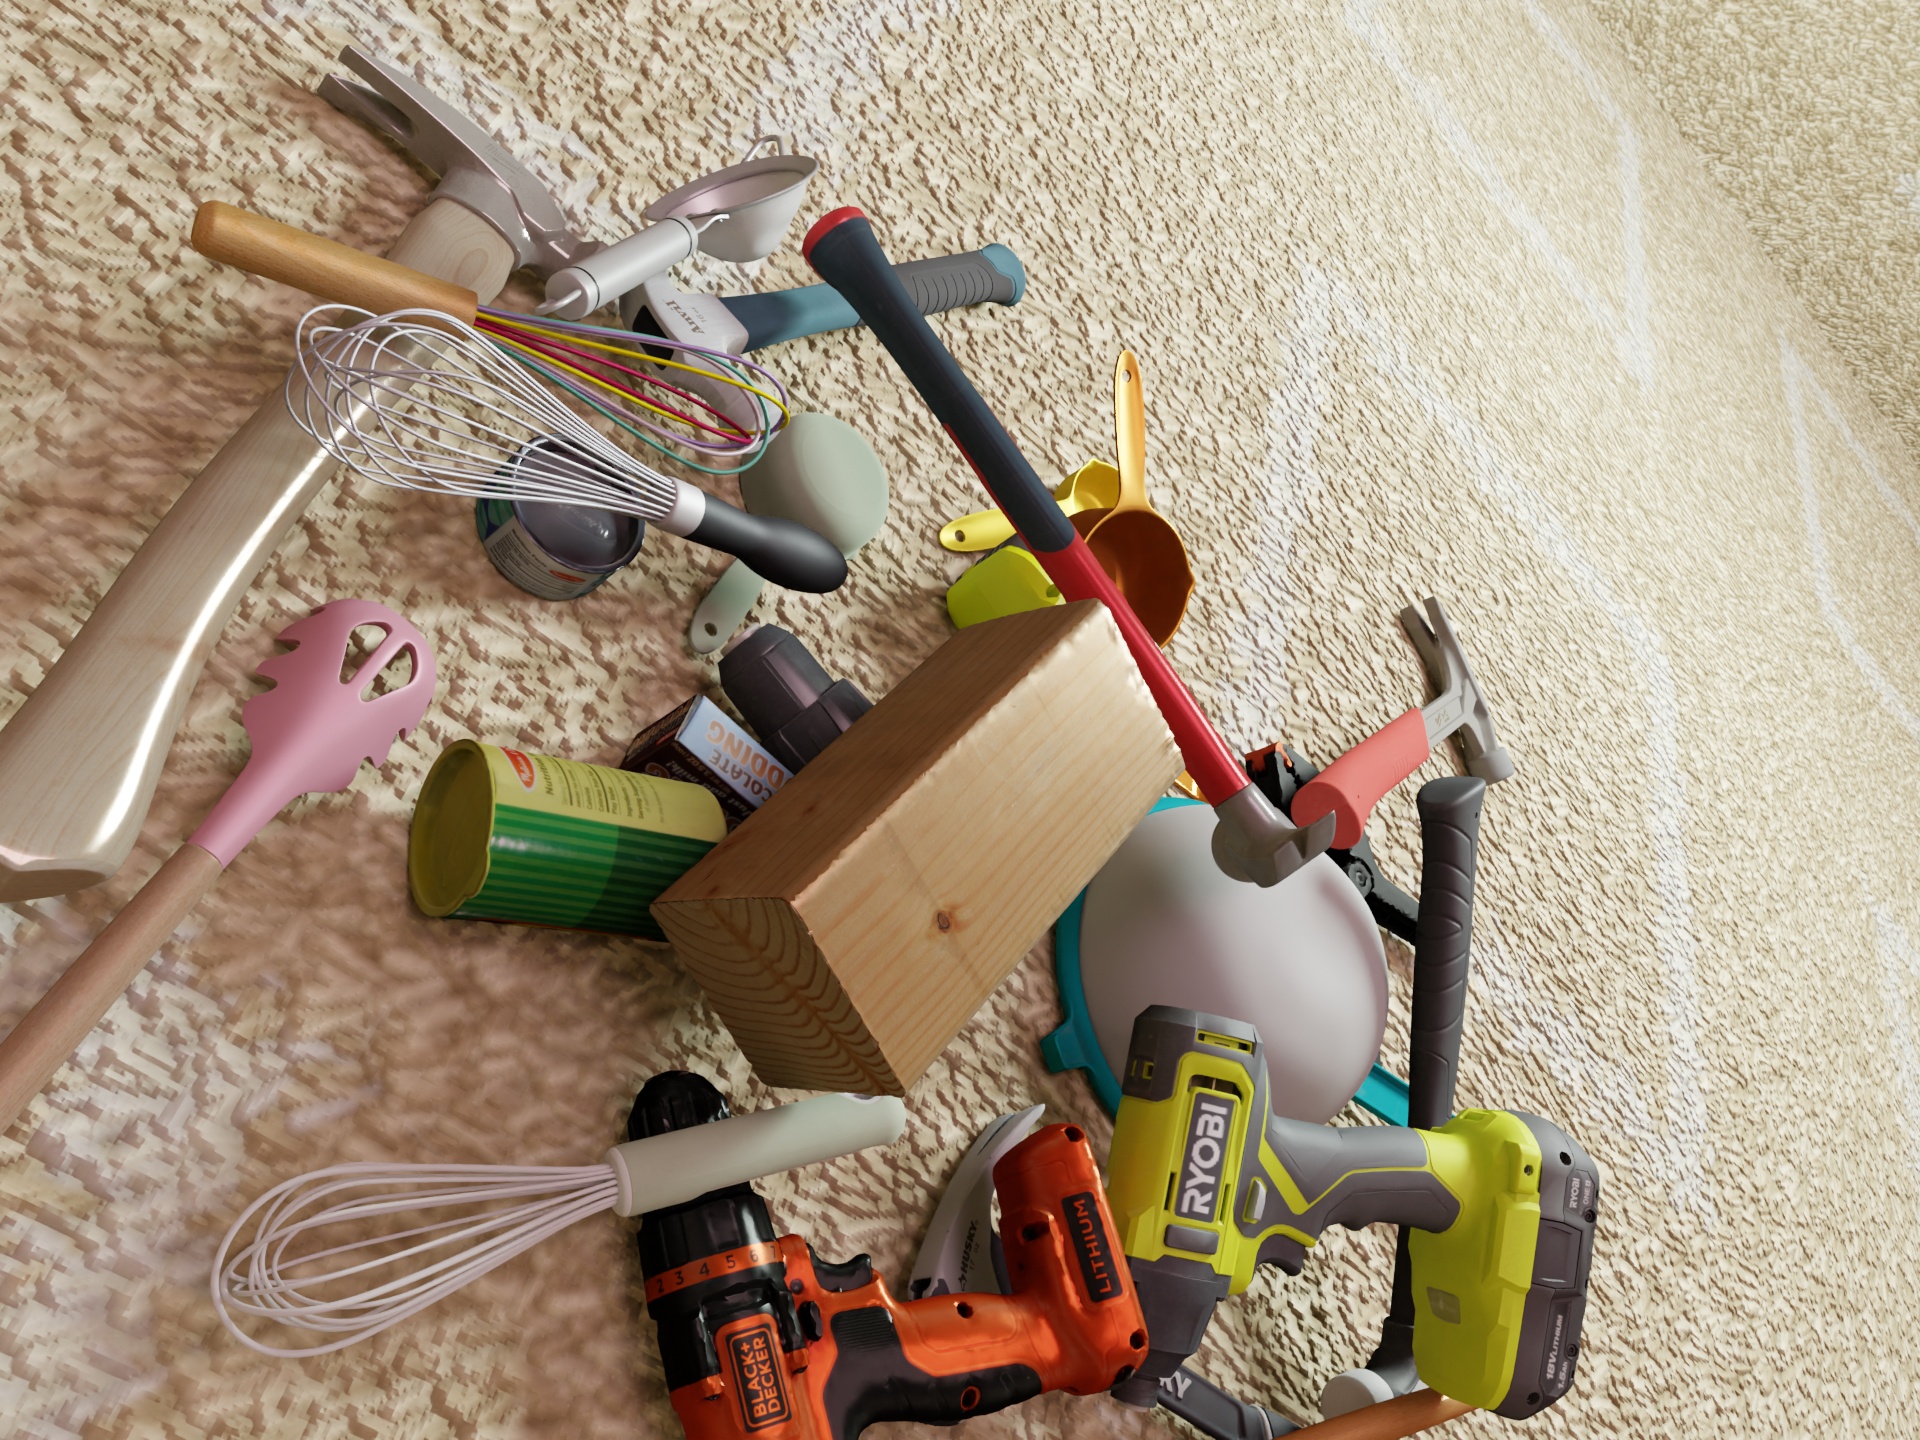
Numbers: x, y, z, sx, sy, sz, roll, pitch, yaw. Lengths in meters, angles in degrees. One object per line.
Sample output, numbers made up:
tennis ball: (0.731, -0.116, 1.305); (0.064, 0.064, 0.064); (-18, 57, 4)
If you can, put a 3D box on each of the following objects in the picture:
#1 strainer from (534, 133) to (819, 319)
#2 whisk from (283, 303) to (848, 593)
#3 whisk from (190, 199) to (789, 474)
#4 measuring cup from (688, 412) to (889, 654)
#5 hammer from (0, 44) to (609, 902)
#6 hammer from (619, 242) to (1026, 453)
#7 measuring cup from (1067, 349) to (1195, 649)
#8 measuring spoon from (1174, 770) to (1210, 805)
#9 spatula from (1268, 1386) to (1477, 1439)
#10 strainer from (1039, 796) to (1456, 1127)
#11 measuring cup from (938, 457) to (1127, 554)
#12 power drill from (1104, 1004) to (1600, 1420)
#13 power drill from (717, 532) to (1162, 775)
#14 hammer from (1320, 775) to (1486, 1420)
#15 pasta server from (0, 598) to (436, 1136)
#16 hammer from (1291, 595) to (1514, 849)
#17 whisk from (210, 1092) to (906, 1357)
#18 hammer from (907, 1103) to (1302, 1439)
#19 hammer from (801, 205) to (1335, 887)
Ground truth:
strainer: (-0.124, -0.212, 0.702); (0.258, 0.087, 0.050); (-61, 142, -58)
whisk: (-0.140, -0.097, 0.644); (0.284, 0.070, 0.070); (18, 57, -53)
whisk: (-0.179, -0.152, 0.642); (0.244, 0.047, 0.051); (14, 101, -34)
measuring cup: (-0.085, -0.091, 0.774); (0.083, 0.038, 0.168); (46, 42, -18)
hammer: (-0.254, -0.109, 0.590); (0.146, 0.038, 0.411); (38, 42, -23)
hammer: (-0.056, -0.226, 0.862); (0.128, 0.033, 0.331); (47, 36, 9)
measuring cup: (0.082, -0.120, 0.906); (0.095, 0.052, 0.173); (-6, 98, -34)
measuring spoon: (0.118, 0.018, 0.943); (0.116, 0.011, 0.021); (41, 46, -23)
spatula: (0.143, 0.340, 0.709); (0.322, 0.081, 0.041); (0, 49, -32)
strainer: (0.208, 0.165, 0.869); (0.340, 0.095, 0.211); (34, 54, -21)
measuring cup: (0.043, -0.115, 0.935); (0.156, 0.029, 0.062); (-16, 86, -36)
power drill: (0.169, 0.238, 0.728); (0.223, 0.080, 0.171); (16, 78, -14)
power drill: (-0.001, -0.003, 0.787); (0.190, 0.080, 0.228); (52, 44, -5)
hammer: (0.252, 0.196, 0.840); (0.146, 0.035, 0.335); (9, 85, -47)
pasta server: (-0.268, 0.067, 0.520); (0.060, 0.040, 0.316); (44, 49, -20)
hammer: (0.295, 0.008, 1.074); (0.359, 0.036, 0.149); (-20, 85, -57)
whisk: (-0.127, 0.164, 0.554); (0.246, 0.058, 0.059); (-6, 95, -32)
hammer: (0.132, 0.337, 0.775); (0.408, 0.036, 0.149); (40, 45, -25)
hammer: (0.043, -0.089, 0.747); (0.386, 0.038, 0.143); (55, -3, 7)
